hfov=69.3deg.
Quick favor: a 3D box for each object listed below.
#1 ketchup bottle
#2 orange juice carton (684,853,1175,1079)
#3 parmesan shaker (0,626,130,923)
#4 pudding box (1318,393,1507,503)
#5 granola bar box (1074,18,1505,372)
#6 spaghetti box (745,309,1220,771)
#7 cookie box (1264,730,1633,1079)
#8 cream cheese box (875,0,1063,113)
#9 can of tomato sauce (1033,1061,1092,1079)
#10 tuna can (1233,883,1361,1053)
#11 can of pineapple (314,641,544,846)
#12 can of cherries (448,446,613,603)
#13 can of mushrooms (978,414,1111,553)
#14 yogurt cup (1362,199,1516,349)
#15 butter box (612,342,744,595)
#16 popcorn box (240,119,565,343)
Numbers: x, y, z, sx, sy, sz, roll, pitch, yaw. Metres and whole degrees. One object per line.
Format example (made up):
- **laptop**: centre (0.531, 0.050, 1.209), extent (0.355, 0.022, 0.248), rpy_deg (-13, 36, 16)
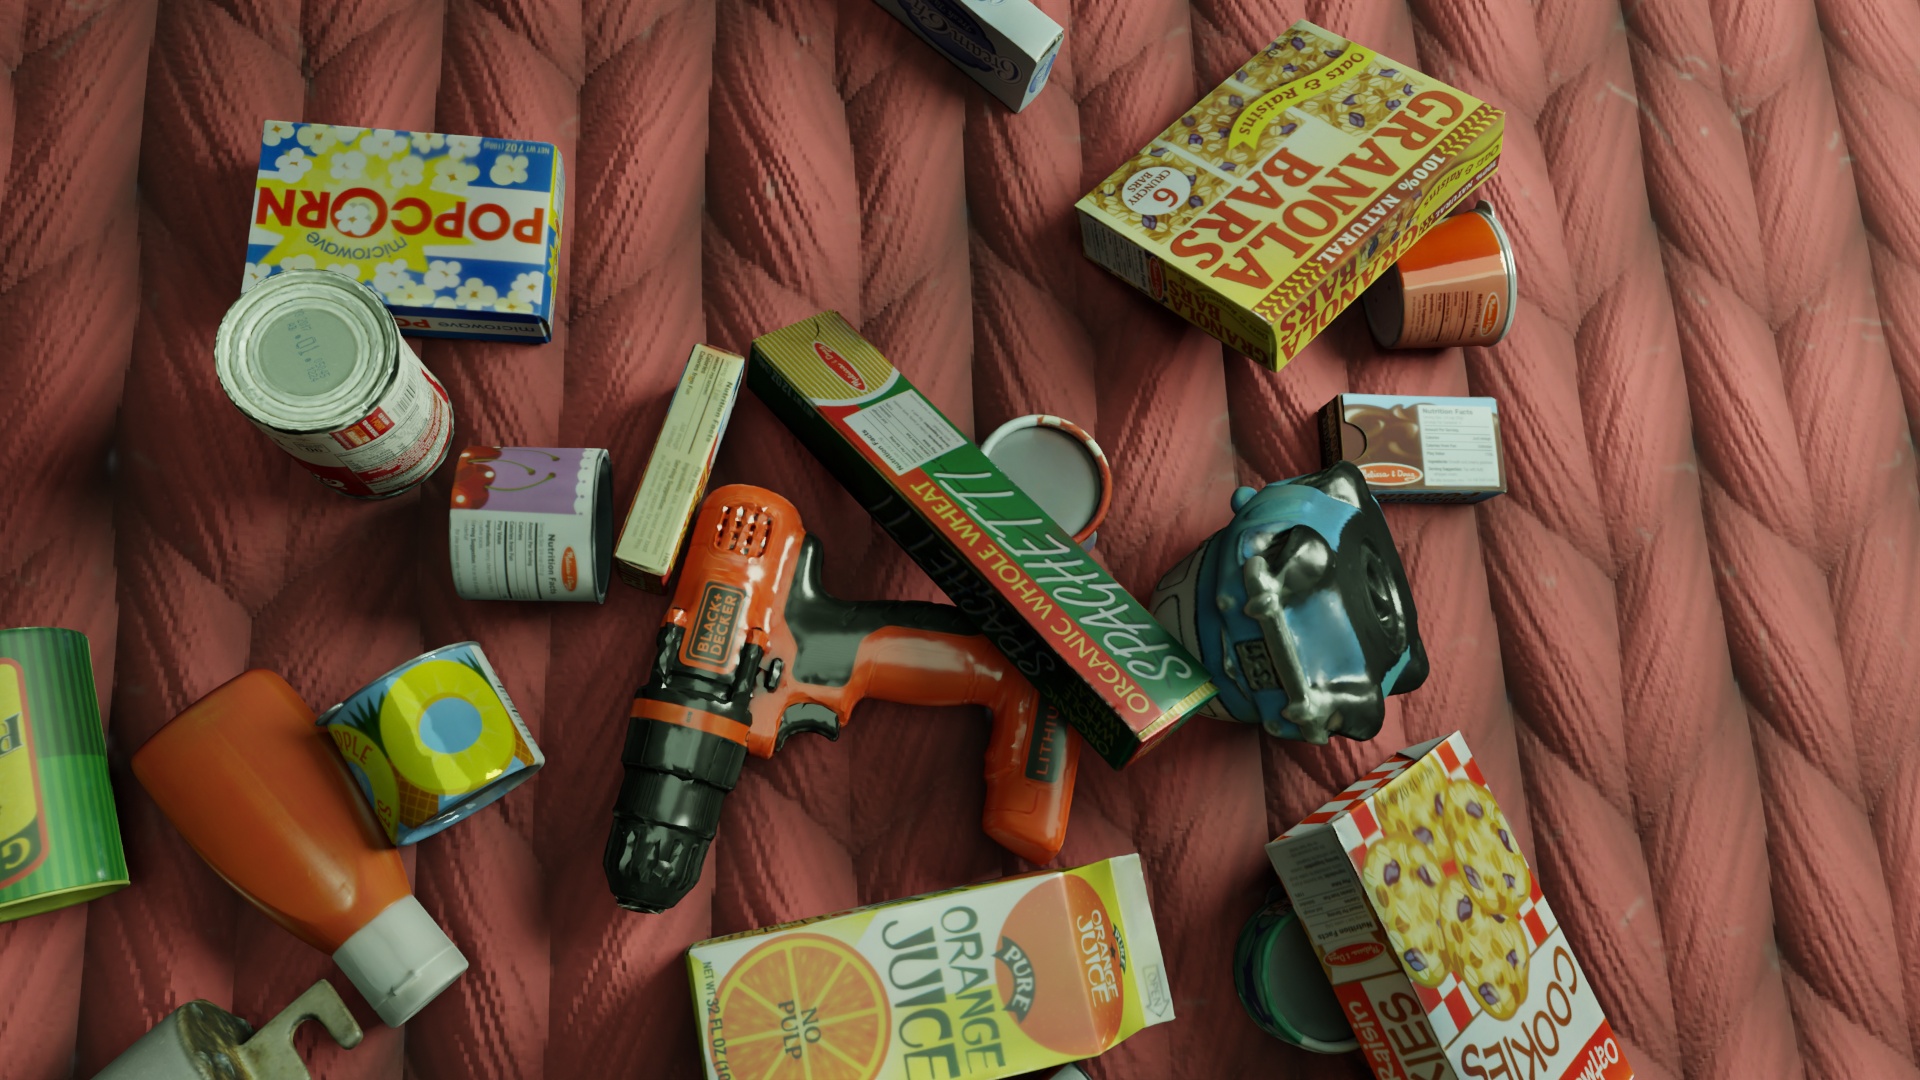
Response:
- **ketchup bottle**: centre (-0.258, 0.125, 0.555), extent (0.065, 0.043, 0.149), rpy_deg (-40, 86, -14)
- **orange juice carton**: centre (-0.010, 0.181, 0.566), extent (0.193, 0.073, 0.072), rpy_deg (-9, 78, -11)
- **parmesan shaker**: centre (-0.369, 0.092, 0.534), extent (0.071, 0.071, 0.103), rpy_deg (-15, 80, -12)
- **pudding box**: centre (0.219, -0.045, 0.677), extent (0.084, 0.030, 0.050), rpy_deg (0, 78, -9)
- **granola bar box**: centre (0.157, -0.169, 0.666), extent (0.166, 0.039, 0.124), rpy_deg (-41, 58, -15)
- **spaghetti box**: centre (0.002, -0.007, 0.589), extent (0.050, 0.028, 0.250), rpy_deg (-28, 63, -35)
- **cookie box**: centre (0.210, 0.181, 0.589), extent (0.123, 0.040, 0.167), rpy_deg (-16, 78, -46)
- **cream cheese box**: centre (0.000, -0.260, 0.681), extent (0.104, 0.053, 0.024), rpy_deg (39, 77, 1)
- **can of tomato sauce**: centre (0.032, 0.261, 0.559), extent (0.083, 0.071, 0.071), rpy_deg (-36, 85, -14)
- **tuna can**: centre (0.156, 0.187, 0.611), extent (0.071, 0.032, 0.071), rpy_deg (2, 77, -9)
- **can of pineapple**: centre (-0.212, 0.083, 0.560), extent (0.071, 0.071, 0.058), rpy_deg (-31, 84, -14)
- **can of cherries**: centre (-0.180, -0.008, 0.589), extent (0.058, 0.071, 0.071), rpy_deg (1, 77, -8)
- **can of mushrooms**: centre (0.037, -0.021, 0.641), extent (0.071, 0.033, 0.071), rpy_deg (2, 76, -9)
- **yogurt cup**: centre (0.232, -0.125, 0.682), extent (0.054, 0.072, 0.072), rpy_deg (-10, 79, -3)
- **butter box**: centre (-0.123, -0.030, 0.608), extent (0.024, 0.053, 0.104), rpy_deg (19, 76, -7)
- **popcorn box**: centre (-0.245, -0.136, 0.621), extent (0.127, 0.038, 0.085), rpy_deg (2, 77, -8)
